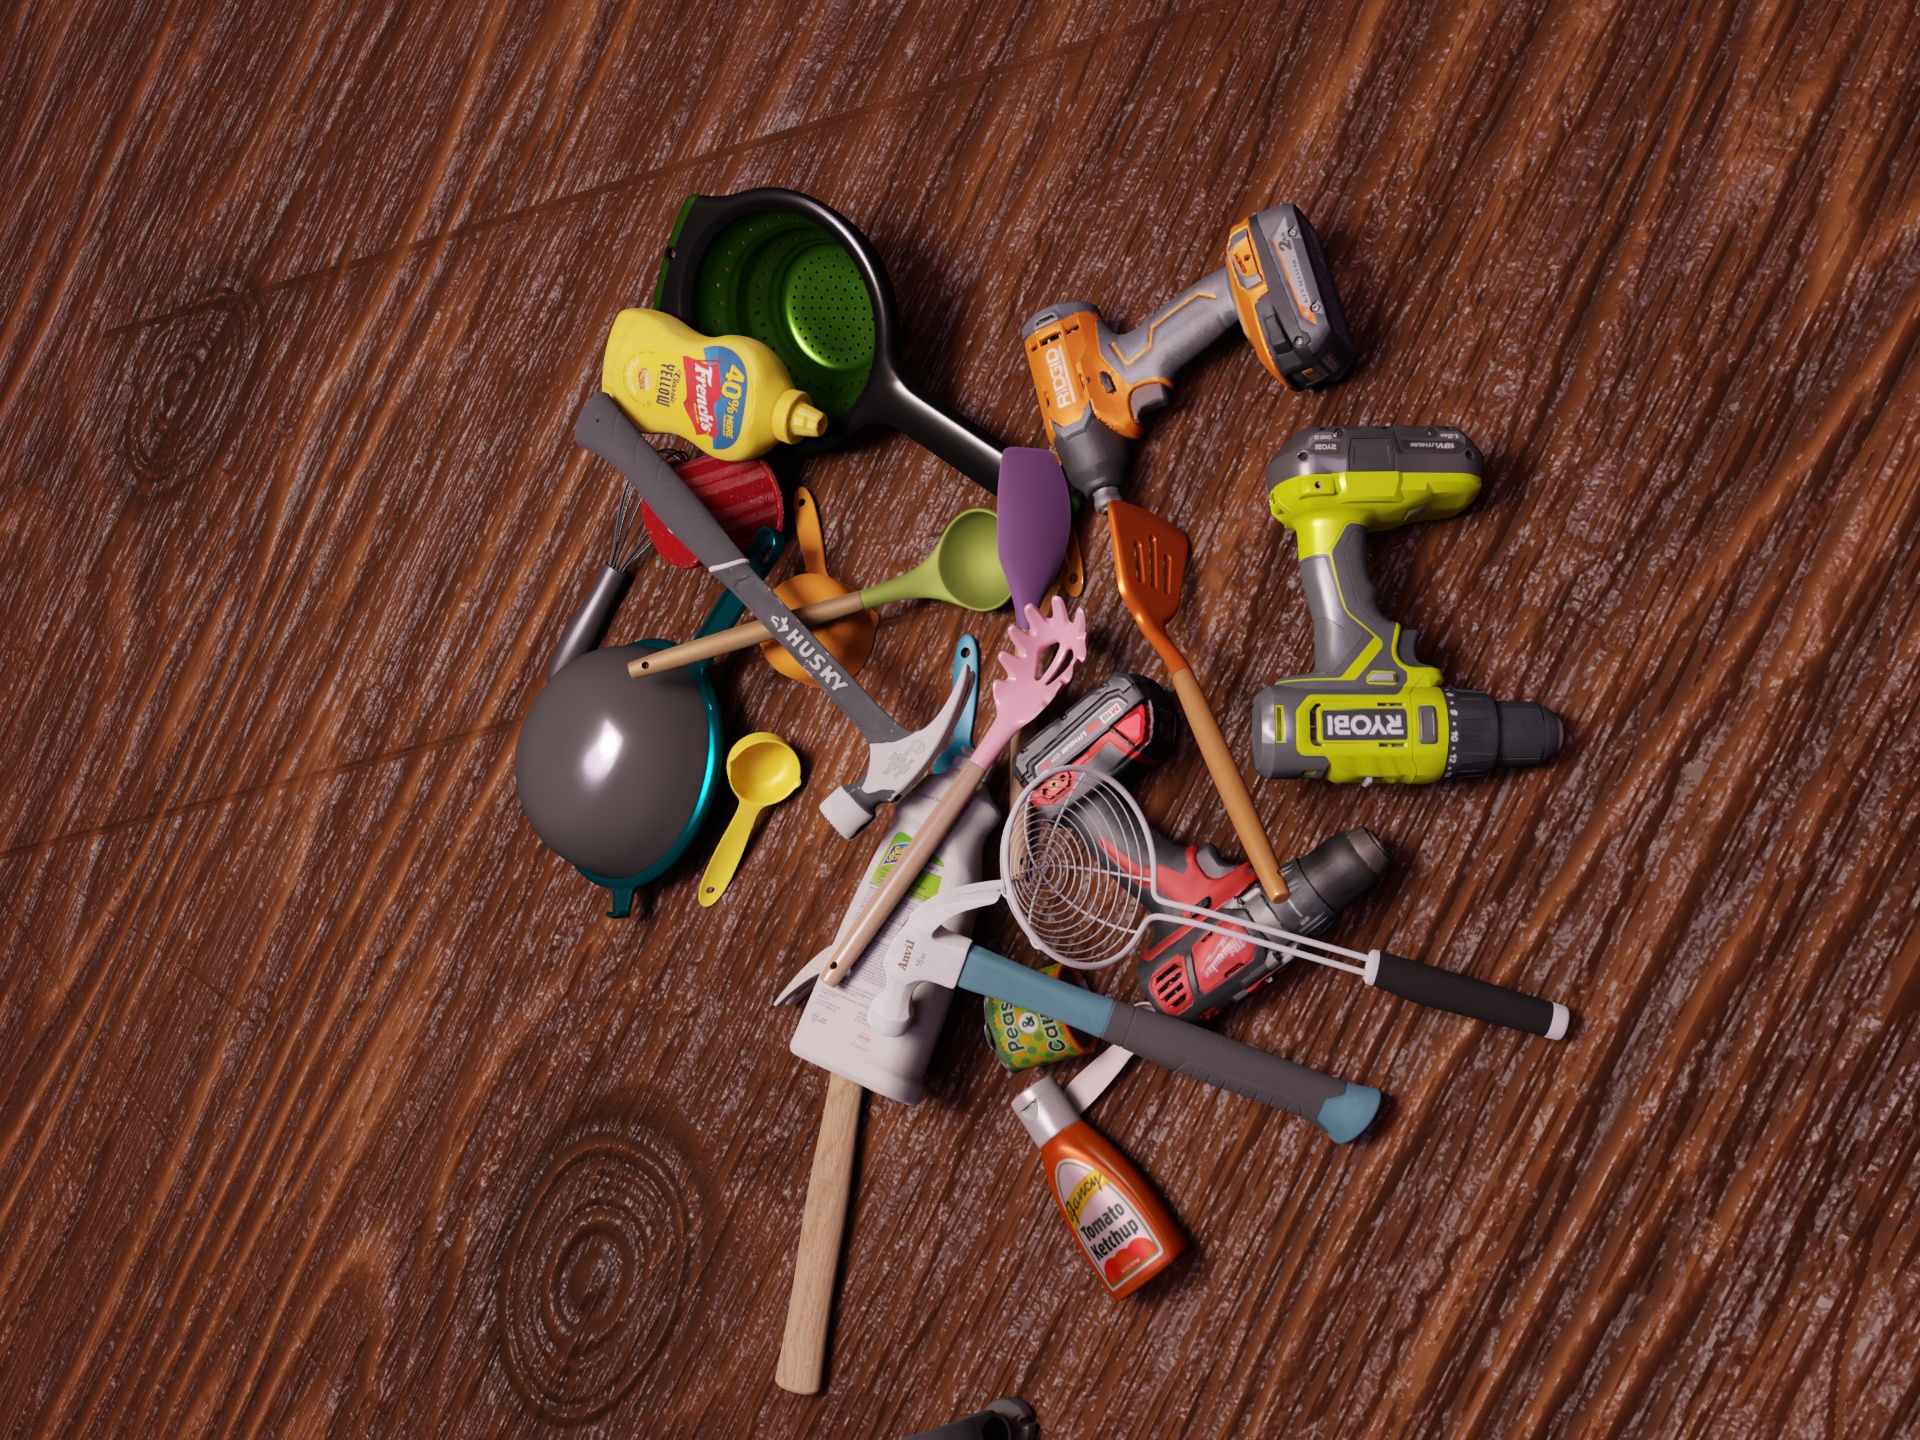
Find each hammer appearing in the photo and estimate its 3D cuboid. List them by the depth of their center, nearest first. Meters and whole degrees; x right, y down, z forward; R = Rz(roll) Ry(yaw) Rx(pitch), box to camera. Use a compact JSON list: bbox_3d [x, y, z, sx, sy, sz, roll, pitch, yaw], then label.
[{"bbox_3d":[0.109,0.201,1.040,0.331,0.033,0.128,20,111,5],"label":"hammer"},{"bbox_3d":[-0.138,0.557,1.115,0.386,0.143,0.038,-30,65,23],"label":"hammer"},{"bbox_3d":[-0.157,-0.106,1.187,0.149,0.036,0.409,-43,72,-1],"label":"hammer"},{"bbox_3d":[-0.097,0.329,1.188,0.130,0.031,0.331,6,83,27],"label":"hammer"}]

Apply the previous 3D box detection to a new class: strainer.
[{"bbox_3d":[-0.260,-0.022,1.269,0.340,0.095,0.211,-55,52,17],"label":"strainer"}]

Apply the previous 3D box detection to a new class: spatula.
[{"bbox_3d":[0.160,-0.018,1.051,0.041,0.081,0.323,-46,43,31],"label":"spatula"},{"bbox_3d":[0.050,-0.041,1.165,0.018,0.059,0.316,-174,86,-68],"label":"spatula"}]

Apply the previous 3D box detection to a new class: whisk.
[{"bbox_3d":[-0.298,-0.129,1.370,0.055,0.055,0.239,35,101,28],"label":"whisk"}]

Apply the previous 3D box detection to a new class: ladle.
[{"bbox_3d":[-0.101,-0.085,1.203,0.320,0.062,0.078,-17,86,1],"label":"ladle"}]

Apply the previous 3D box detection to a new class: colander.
[{"bbox_3d":[-0.057,-0.276,1.254,0.397,0.094,0.204,36,124,12],"label":"colander"}]

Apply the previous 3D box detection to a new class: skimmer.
[{"bbox_3d":[0.200,0.127,0.980,0.363,0.090,0.127,16,65,7],"label":"skimmer"}]

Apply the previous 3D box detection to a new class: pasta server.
[{"bbox_3d":[-0.006,0.052,1.119,0.060,0.040,0.316,31,81,31],"label":"pasta server"}]

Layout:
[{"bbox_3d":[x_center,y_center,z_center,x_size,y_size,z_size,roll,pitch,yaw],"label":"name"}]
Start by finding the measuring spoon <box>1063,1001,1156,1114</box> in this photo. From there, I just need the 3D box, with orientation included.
[{"bbox_3d":[0.103,0.244,1.117,0.034,0.018,0.124,48,109,21],"label":"measuring spoon"}]

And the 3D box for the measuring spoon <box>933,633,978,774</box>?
[{"bbox_3d":[-0.002,-0.004,1.209,0.042,0.021,0.129,0,82,26],"label":"measuring spoon"}]

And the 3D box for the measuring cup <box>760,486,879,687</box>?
[{"bbox_3d":[-0.126,-0.113,1.276,0.095,0.052,0.174,-17,75,23],"label":"measuring cup"}]

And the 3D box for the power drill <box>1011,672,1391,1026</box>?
[{"bbox_3d":[0.161,0.074,1.085,0.188,0.080,0.227,-39,68,15],"label":"power drill"}]

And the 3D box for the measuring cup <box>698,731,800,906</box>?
[{"bbox_3d":[-0.178,0.079,1.277,0.156,0.062,0.029,-64,25,17],"label":"measuring cup"}]

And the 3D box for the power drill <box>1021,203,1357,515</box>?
[{"bbox_3d":[0.161,-0.254,1.146,0.226,0.084,0.164,-20,72,27],"label":"power drill"}]

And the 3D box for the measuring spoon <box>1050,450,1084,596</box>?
[{"bbox_3d":[0.079,-0.149,1.206,0.021,0.011,0.117,-17,76,30],"label":"measuring spoon"}]

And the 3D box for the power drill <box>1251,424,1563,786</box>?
[{"bbox_3d":[0.286,-0.070,1.033,0.190,0.080,0.229,0,78,3],"label":"power drill"}]
